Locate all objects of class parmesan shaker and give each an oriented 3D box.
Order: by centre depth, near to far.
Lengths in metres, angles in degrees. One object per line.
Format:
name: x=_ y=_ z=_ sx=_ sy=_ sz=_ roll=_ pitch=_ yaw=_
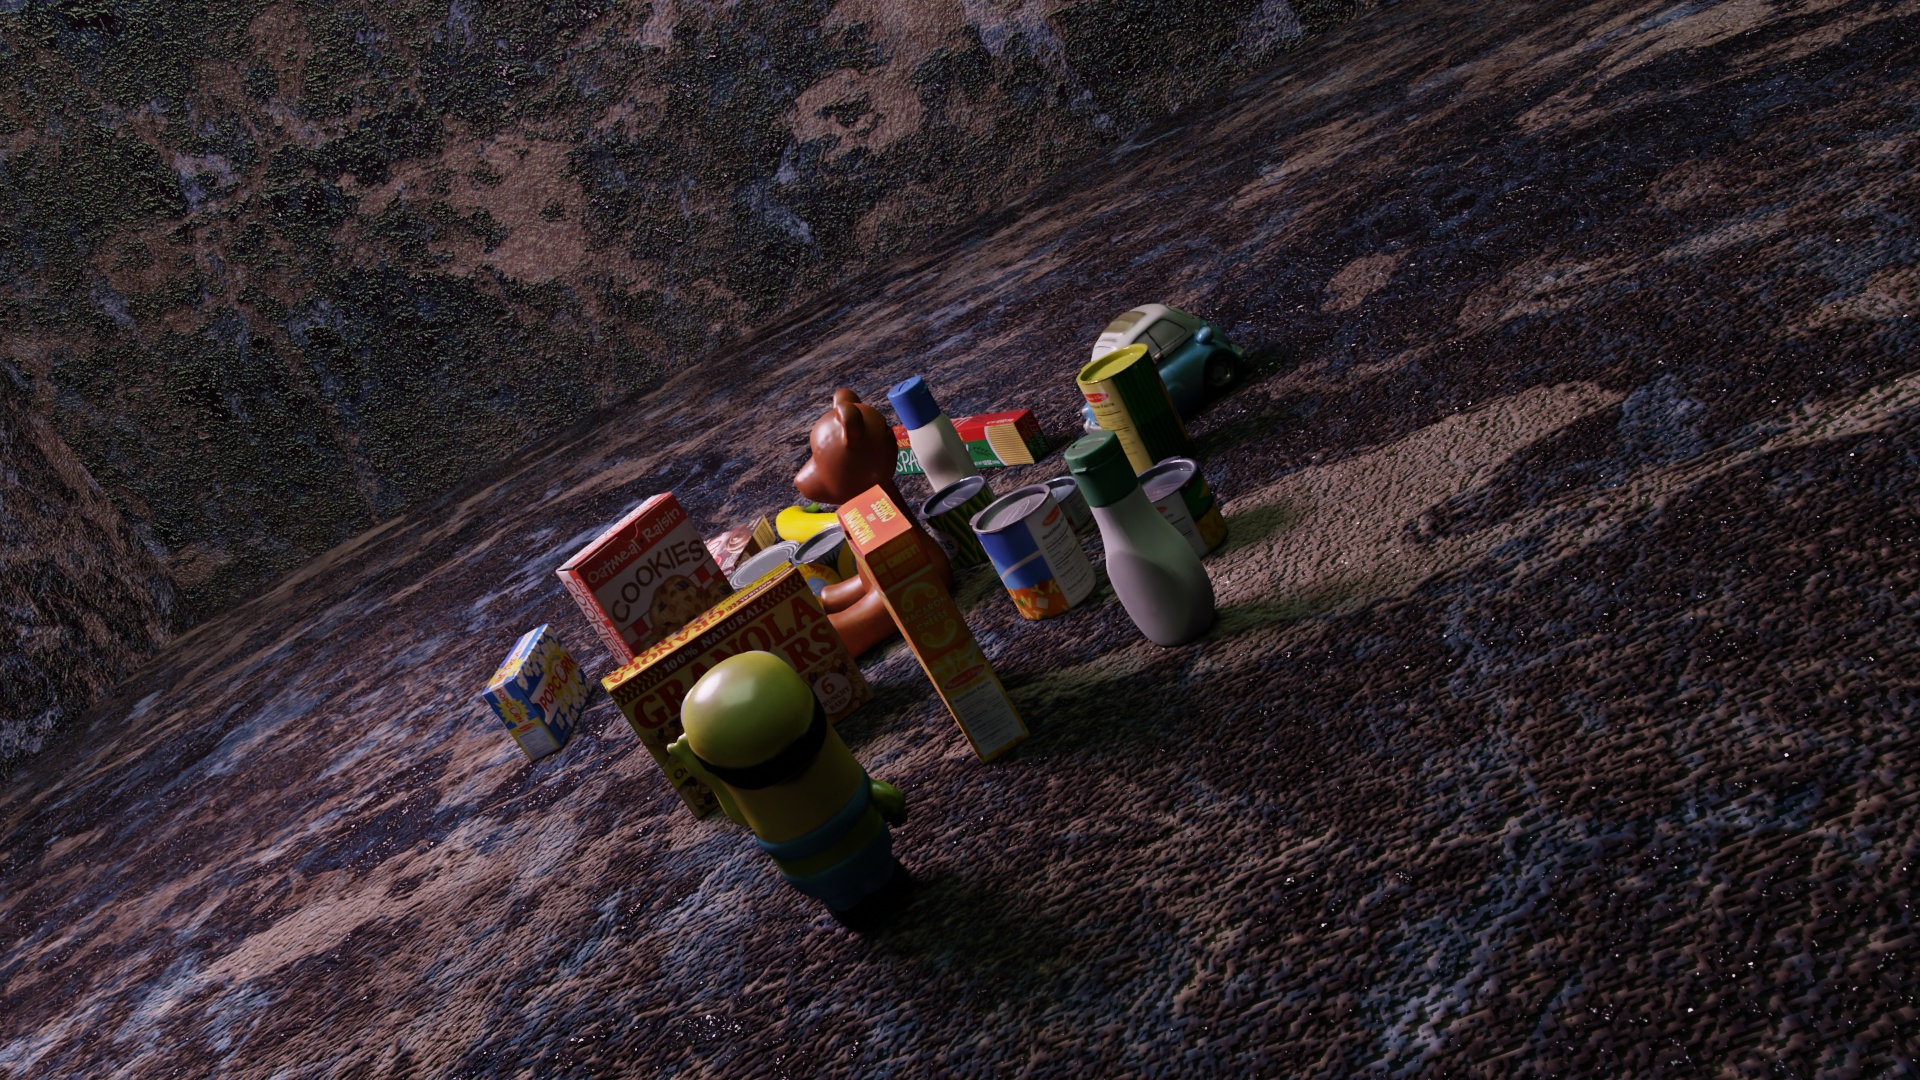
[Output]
parmesan shaker: x=0.150 y=-0.108 z=1.192 sx=0.071 sy=0.103 sz=0.071 roll=-26 pitch=19 yaw=10

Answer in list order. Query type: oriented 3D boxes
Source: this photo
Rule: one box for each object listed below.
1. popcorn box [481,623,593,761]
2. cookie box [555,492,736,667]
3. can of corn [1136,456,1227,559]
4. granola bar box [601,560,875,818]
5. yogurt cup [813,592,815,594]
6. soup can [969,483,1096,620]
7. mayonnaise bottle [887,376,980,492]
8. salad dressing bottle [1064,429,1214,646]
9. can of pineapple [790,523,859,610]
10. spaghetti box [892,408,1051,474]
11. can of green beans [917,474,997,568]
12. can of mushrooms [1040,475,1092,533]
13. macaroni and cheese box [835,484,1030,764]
popcorn box: x=-0.413 y=0.147 z=1.364 sx=0.038 sy=0.085 sz=0.127 roll=-26 pitch=19 yaw=10
cookie box: x=-0.269 y=0.058 z=1.263 sx=0.040 sy=0.167 sz=0.123 roll=-8 pitch=28 yaw=46
can of corn: x=0.158 y=-0.021 z=1.031 sx=0.071 sy=0.058 sz=0.071 roll=-26 pitch=19 yaw=10
granola bar box: x=-0.165 y=0.112 z=1.051 sx=0.166 sy=0.124 sz=0.039 roll=-34 pitch=19 yaw=-13
yogurt cup: x=-0.146 y=0.082 z=1.204 sx=0.072 sy=0.053 sz=0.073 roll=-26 pitch=19 yaw=10
soup can: x=0.055 y=0.009 z=1.061 sx=0.071 sy=0.083 sz=0.071 roll=-26 pitch=19 yaw=10
mayonnaise bottle: x=-0.017 y=-0.080 z=1.287 sx=0.041 sy=0.147 sz=0.065 roll=-23 pitch=20 yaw=18
salad dressing bottle: x=0.116 y=-0.002 z=0.907 sx=0.064 sy=0.147 sz=0.044 roll=-8 pitch=28 yaw=47
can of pineapple: x=-0.117 y=0.026 z=1.298 sx=0.071 sy=0.057 sz=0.071 roll=-26 pitch=19 yaw=10
spaghetti box: x=-0.002 y=-0.102 z=1.468 sx=0.029 sy=0.050 sz=0.250 roll=-41 pitch=22 yaw=-30
can of green beans: x=0.006 y=-0.017 z=1.232 sx=0.071 sy=0.057 sz=0.071 roll=-26 pitch=19 yaw=10
can of mushrooms: x=0.076 y=-0.024 z=1.191 sx=0.071 sy=0.033 sz=0.071 roll=-26 pitch=20 yaw=10
macaroni and cheese box: x=-0.021 y=0.054 z=0.932 sx=0.040 sy=0.166 sz=0.124 roll=-31 pitch=19 yaw=-4
